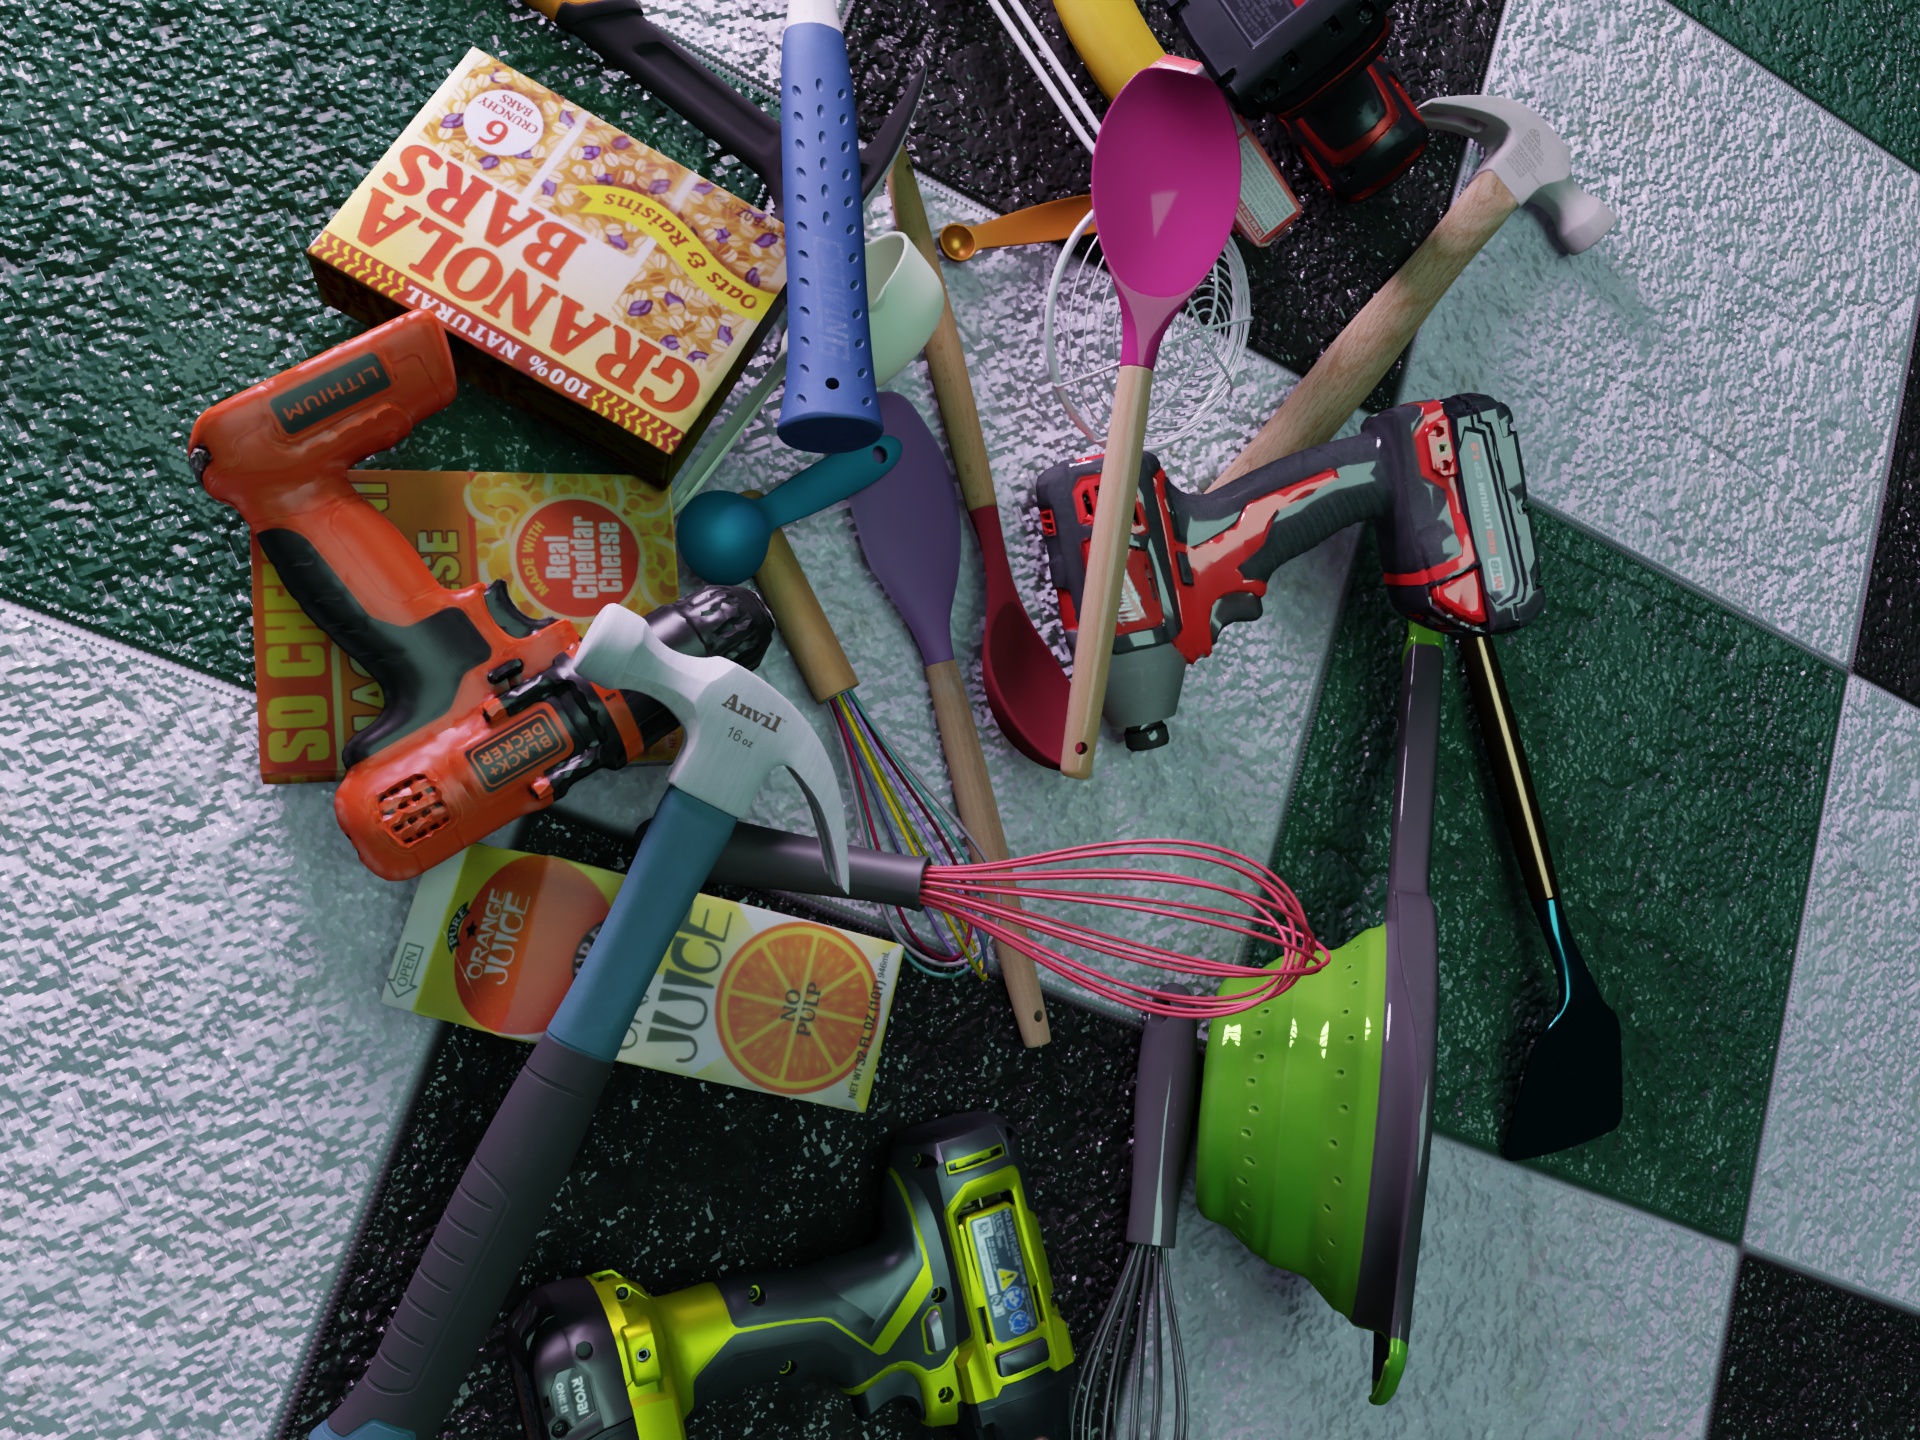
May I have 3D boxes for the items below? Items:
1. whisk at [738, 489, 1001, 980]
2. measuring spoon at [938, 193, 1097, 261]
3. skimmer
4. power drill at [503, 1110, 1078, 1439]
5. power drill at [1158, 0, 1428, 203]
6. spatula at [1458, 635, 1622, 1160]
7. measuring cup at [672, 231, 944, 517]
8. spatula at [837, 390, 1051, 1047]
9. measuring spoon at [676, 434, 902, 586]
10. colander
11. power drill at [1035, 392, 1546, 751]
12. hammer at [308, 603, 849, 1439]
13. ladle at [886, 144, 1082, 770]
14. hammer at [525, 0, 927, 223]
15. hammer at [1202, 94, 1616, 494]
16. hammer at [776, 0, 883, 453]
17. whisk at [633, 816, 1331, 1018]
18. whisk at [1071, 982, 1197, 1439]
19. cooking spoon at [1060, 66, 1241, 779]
[{"bbox_3d":[-0.046,0.009,0.719,0.047,0.051,0.245,-25,88,-59],"label":"whisk"},{"bbox_3d":[0.038,-0.248,0.800,0.117,0.011,0.021,-20,88,-26],"label":"measuring spoon"},{"bbox_3d":[0.027,-0.304,0.784,0.127,0.090,0.363,-26,80,-29],"label":"skimmer"},{"bbox_3d":[-0.060,0.277,0.656,0.223,0.080,0.171,-12,87,-26],"label":"power drill"},{"bbox_3d":[0.144,-0.350,0.759,0.080,0.226,0.188,-35,84,21],"label":"power drill"},{"bbox_3d":[0.298,0.072,0.854,0.082,0.044,0.317,-9,82,-22],"label":"spatula"},{"bbox_3d":[-0.070,-0.146,0.720,0.038,0.083,0.167,41,87,-30],"label":"measuring cup"},{"bbox_3d":[-0.001,-0.002,0.746,0.059,0.018,0.316,-12,87,-32],"label":"spatula"},{"bbox_3d":[-0.068,-0.100,0.703,0.128,0.021,0.042,-35,104,-33],"label":"measuring spoon"},{"bbox_3d":[0.174,0.106,0.760,0.094,0.204,0.397,6,61,13],"label":"colander"},{"bbox_3d":[0.154,-0.072,0.760,0.219,0.078,0.143,-12,95,-3],"label":"power drill"},{"bbox_3d":[-0.148,0.132,0.586,0.128,0.033,0.331,27,86,-17],"label":"hammer"},{"bbox_3d":[0.005,-0.126,0.757,0.069,0.031,0.315,-6,80,-58],"label":"ladle"},{"bbox_3d":[-0.177,-0.336,0.707,0.336,0.034,0.127,34,79,-13],"label":"hammer"},{"bbox_3d":[0.231,-0.218,0.859,0.130,0.031,0.331,45,70,-11],"label":"hammer"},{"bbox_3d":[-0.058,-0.308,0.694,0.144,0.035,0.406,1,73,-16],"label":"hammer"},{"bbox_3d":[0.004,0.071,0.659,0.296,0.073,0.073,9,78,11],"label":"whisk"},{"bbox_3d":[0.087,0.241,0.737,0.055,0.055,0.239,14,73,-20],"label":"whisk"},{"bbox_3d":[0.074,-0.132,0.712,0.068,0.017,0.319,8,91,-9],"label":"cooking spoon"}]
